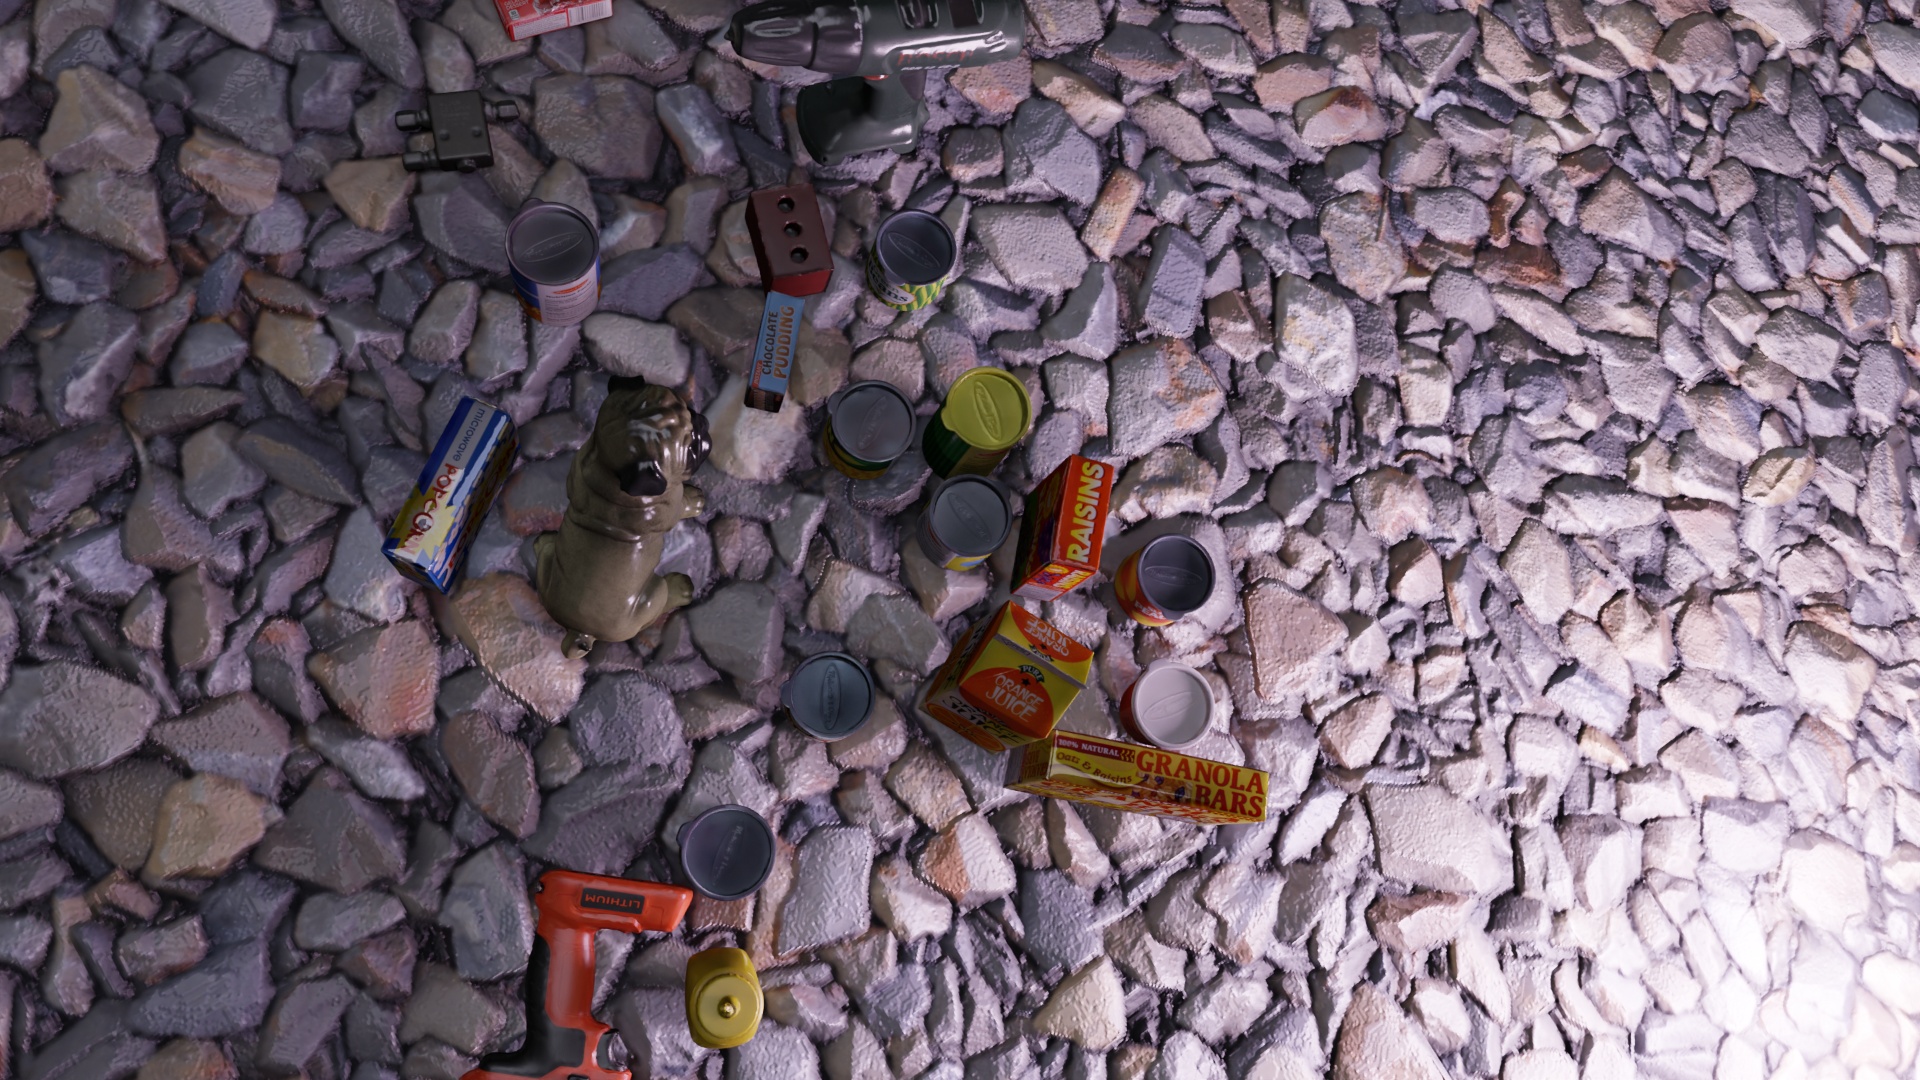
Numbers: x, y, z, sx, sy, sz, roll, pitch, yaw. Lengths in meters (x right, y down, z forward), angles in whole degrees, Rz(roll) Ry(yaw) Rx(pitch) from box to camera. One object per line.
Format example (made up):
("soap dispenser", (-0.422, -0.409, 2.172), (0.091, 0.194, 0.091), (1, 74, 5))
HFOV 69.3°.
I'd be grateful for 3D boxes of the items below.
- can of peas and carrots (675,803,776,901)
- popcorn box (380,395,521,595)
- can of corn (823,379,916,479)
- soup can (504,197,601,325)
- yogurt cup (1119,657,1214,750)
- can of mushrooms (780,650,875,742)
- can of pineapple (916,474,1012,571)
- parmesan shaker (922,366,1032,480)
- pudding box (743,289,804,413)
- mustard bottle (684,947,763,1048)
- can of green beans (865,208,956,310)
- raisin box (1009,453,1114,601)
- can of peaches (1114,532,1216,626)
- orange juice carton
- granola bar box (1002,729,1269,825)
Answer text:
("can of peas and carrots", (-0.169, 0.222, 0.991), (0.071, 0.058, 0.071), (3, 76, -12))
("popcorn box", (-0.361, -0.031, 0.993), (0.038, 0.085, 0.127), (24, 73, -7))
("can of corn", (-0.074, -0.087, 1.088), (0.071, 0.058, 0.071), (3, 76, -12))
("soup can", (-0.307, -0.210, 1.050), (0.071, 0.083, 0.071), (3, 76, -12))
("yogurt cup", (0.159, 0.132, 1.092), (0.072, 0.053, 0.072), (3, 76, -12))
("can of mushrooms", (-0.102, 0.118, 1.045), (0.071, 0.033, 0.071), (3, 76, -12))
("can of pineapple", (0.004, -0.014, 1.089), (0.071, 0.057, 0.071), (3, 76, -12))
("parmesan shaker", (0.008, -0.087, 1.084), (0.071, 0.103, 0.071), (3, 76, -12))
("pudding box", (-0.147, -0.148, 1.090), (0.030, 0.049, 0.084), (12, 74, -10))
("mustard bottle", (-0.156, 0.306, 0.920), (0.049, 0.160, 0.065), (-3, 78, -14))
("can of green beans", (-0.041, -0.227, 1.130), (0.071, 0.057, 0.071), (3, 76, -12))
("raisin box", (0.076, -0.007, 1.070), (0.040, 0.123, 0.086), (14, 74, -10))
("can of peaches", (0.163, 0.035, 1.115), (0.071, 0.058, 0.071), (3, 76, -12))
("orange juice carton", (0.034, 0.099, 0.998), (0.072, 0.192, 0.073), (33, 72, -4))
("granola bar box", (0.128, 0.178, 1.037), (0.166, 0.124, 0.039), (12, 75, -10))
